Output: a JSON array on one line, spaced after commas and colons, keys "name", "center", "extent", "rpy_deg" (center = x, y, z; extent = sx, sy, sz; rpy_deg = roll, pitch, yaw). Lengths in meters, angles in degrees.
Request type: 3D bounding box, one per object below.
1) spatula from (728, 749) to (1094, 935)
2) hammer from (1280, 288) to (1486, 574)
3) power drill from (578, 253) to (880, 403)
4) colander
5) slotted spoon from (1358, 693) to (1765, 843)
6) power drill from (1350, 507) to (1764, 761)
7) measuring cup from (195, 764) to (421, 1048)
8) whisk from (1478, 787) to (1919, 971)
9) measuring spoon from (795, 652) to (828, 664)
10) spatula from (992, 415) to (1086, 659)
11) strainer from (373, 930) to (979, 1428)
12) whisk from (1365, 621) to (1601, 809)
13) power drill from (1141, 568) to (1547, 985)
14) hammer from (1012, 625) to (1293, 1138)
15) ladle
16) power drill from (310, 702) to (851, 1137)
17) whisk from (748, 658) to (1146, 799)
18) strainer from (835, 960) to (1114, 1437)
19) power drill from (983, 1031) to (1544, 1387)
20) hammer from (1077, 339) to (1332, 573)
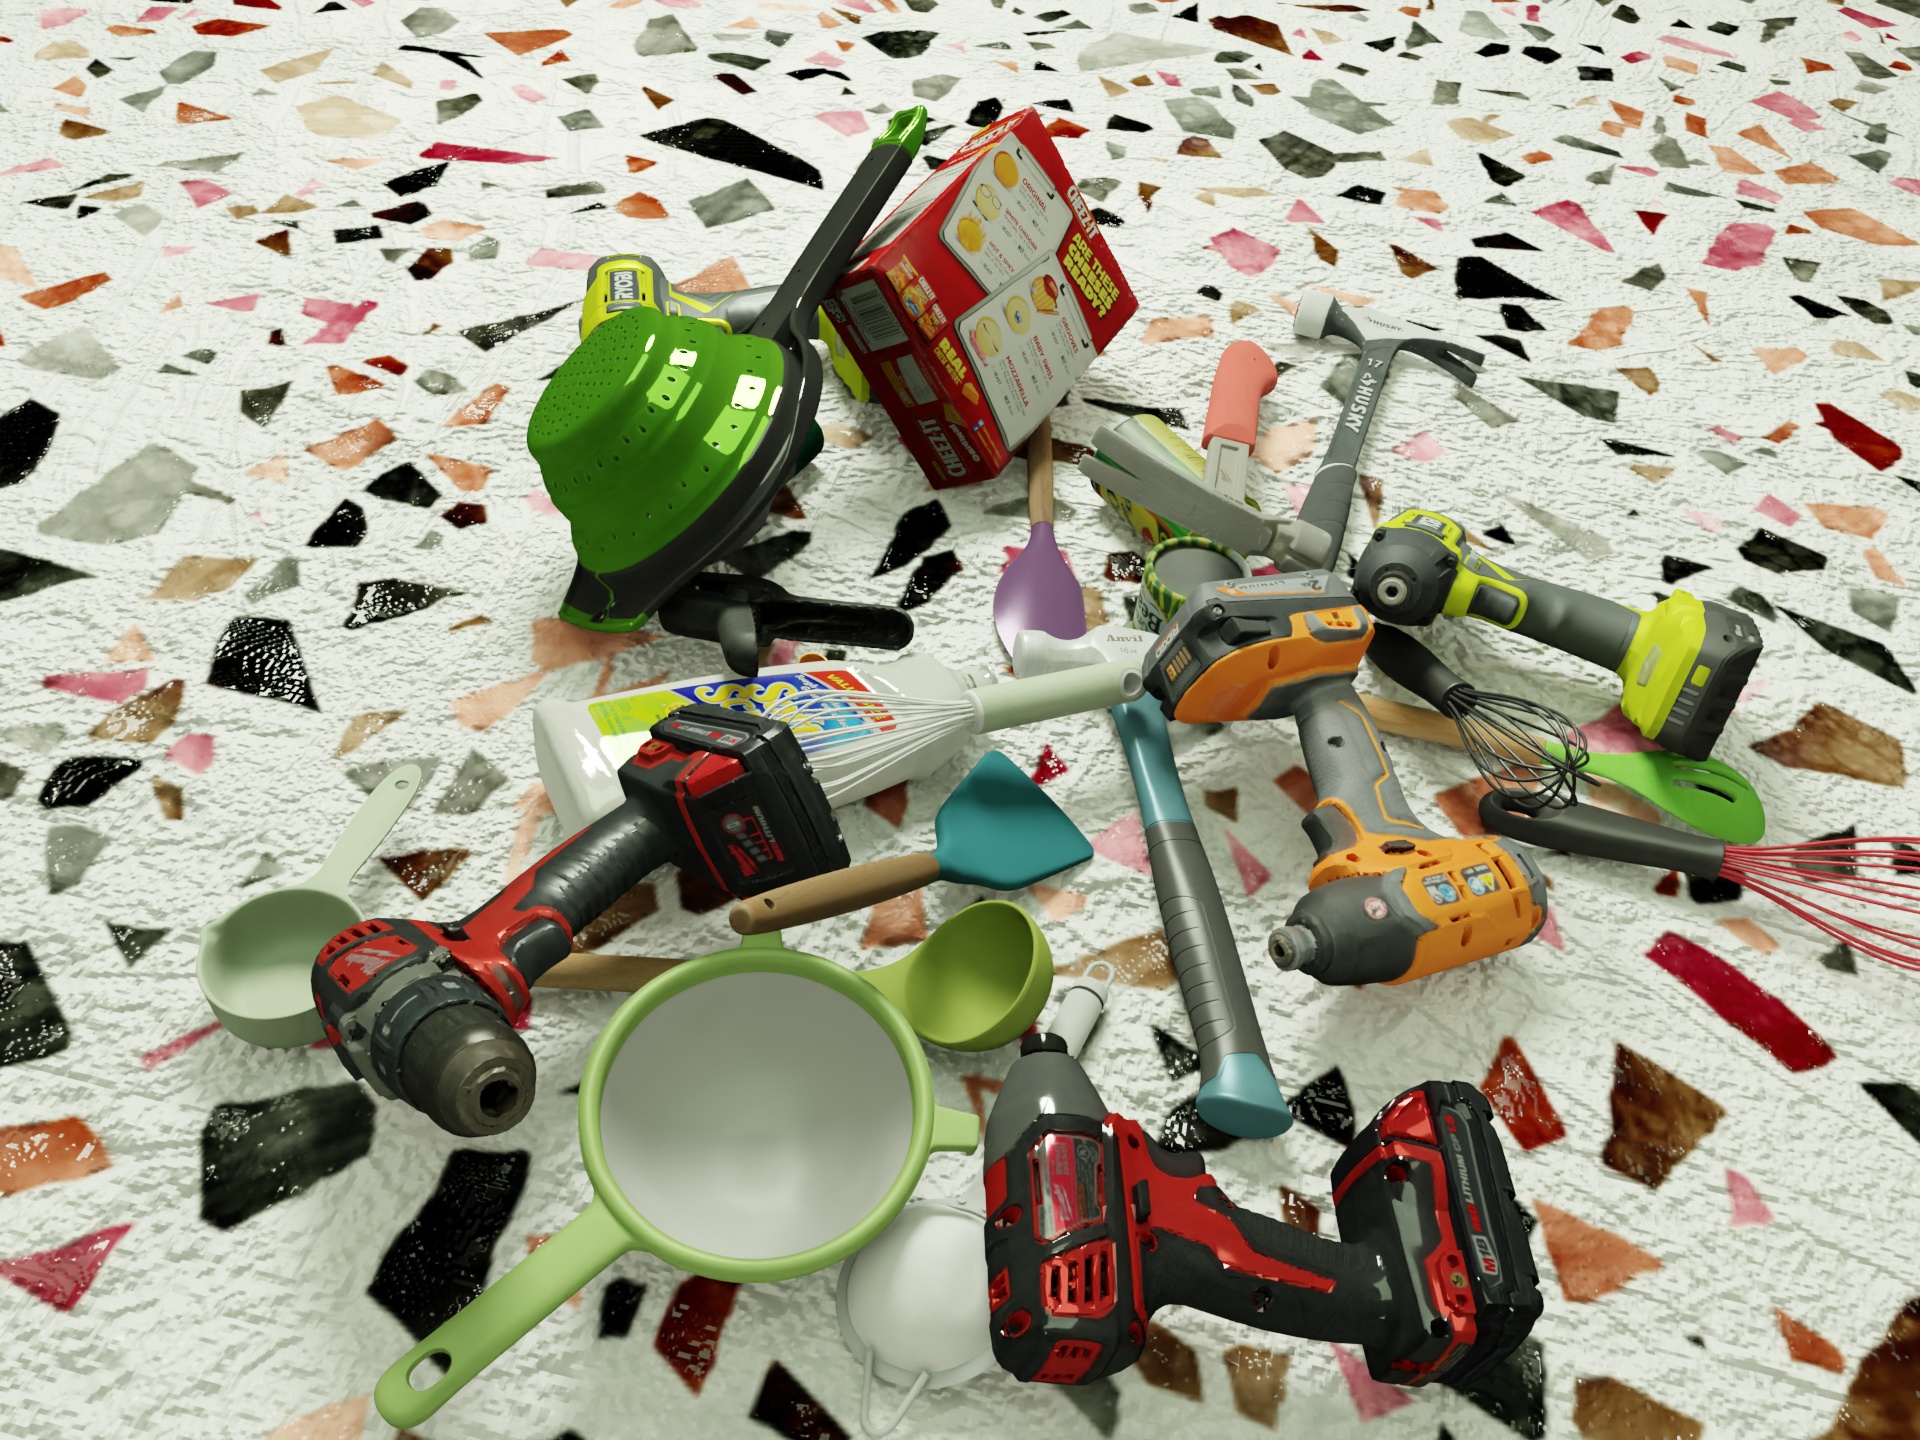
[{"name": "spatula", "center": [-0.020, 0.063, 0.741], "extent": [0.082, 0.044, 0.317], "rpy_deg": [46, 16, 13]}, {"name": "hammer", "center": [0.273, -0.180, 1.122], "extent": [0.149, 0.036, 0.409], "rpy_deg": [18, 47, 10]}, {"name": "power drill", "center": [-0.153, -0.268, 1.119], "extent": [0.228, 0.080, 0.191], "rpy_deg": [-5, 39, -9]}, {"name": "colander", "center": [-0.146, -0.241, 0.951], "extent": [0.205, 0.094, 0.397], "rpy_deg": [11, 67, 51]}, {"name": "slotted spoon", "center": [0.318, 0.013, 0.941], "extent": [0.314, 0.031, 0.070], "rpy_deg": [14, 37, 9]}, {"name": "power drill", "center": [0.347, -0.060, 0.950], "extent": [0.223, 0.080, 0.171], "rpy_deg": [23, 21, 15]}, {"name": "measuring cup", "center": [-0.306, 0.089, 0.784], "extent": [0.083, 0.038, 0.168], "rpy_deg": [13, 43, 6]}, {"name": "whisk", "center": [0.435, 0.081, 0.870], "extent": [0.296, 0.073, 0.073], "rpy_deg": [13, 45, 15]}, {"name": "measuring spoon", "center": [-0.124, -0.007, 0.921], "extent": [0.117, 0.011, 0.021], "rpy_deg": [-33, 66, -28]}, {"name": "spatula", "center": [0.052, -0.145, 1.070], "extent": [0.059, 0.018, 0.316], "rpy_deg": [8, 46, -6]}, {"name": "strainer", "center": [-0.126, 0.207, 0.670], "extent": [0.256, 0.069, 0.152], "rpy_deg": [-36, 64, -29]}, {"name": "whisk", "center": [0.285, -0.011, 0.903], "extent": [0.055, 0.055, 0.239], "rpy_deg": [-4, 23, -11]}, {"name": "power drill", "center": [0.187, 0.033, 0.832], "extent": [0.164, 0.084, 0.227], "rpy_deg": [-9, 60, -32]}, {"name": "hammer", "center": [0.114, 0.071, 0.852], "extent": [0.128, 0.033, 0.331], "rpy_deg": [0, 47, -10]}, {"name": "ladle", "center": [-0.115, 0.118, 0.766], "extent": [0.320, 0.062, 0.078], "rpy_deg": [3, 48, 0]}, {"name": "power drill", "center": [-0.160, 0.086, 0.688], "extent": [0.227, 0.080, 0.188], "rpy_deg": [-34, 23, -26]}, {"name": "whisk", "center": [-0.001, -0.003, 0.844], "extent": [0.246, 0.057, 0.059], "rpy_deg": [-12, 13, -29]}, {"name": "strainer", "center": [0.017, 0.196, 0.717], "extent": [0.087, 0.050, 0.258], "rpy_deg": [11, 40, 24]}, {"name": "power drill", "center": [0.116, 0.204, 0.670], "extent": [0.219, 0.078, 0.143], "rpy_deg": [7, 47, -10]}, {"name": "hammer", "center": [0.169, -0.195, 1.044], "extent": [0.149, 0.036, 0.359], "rpy_deg": [26, 29, -2]}]
